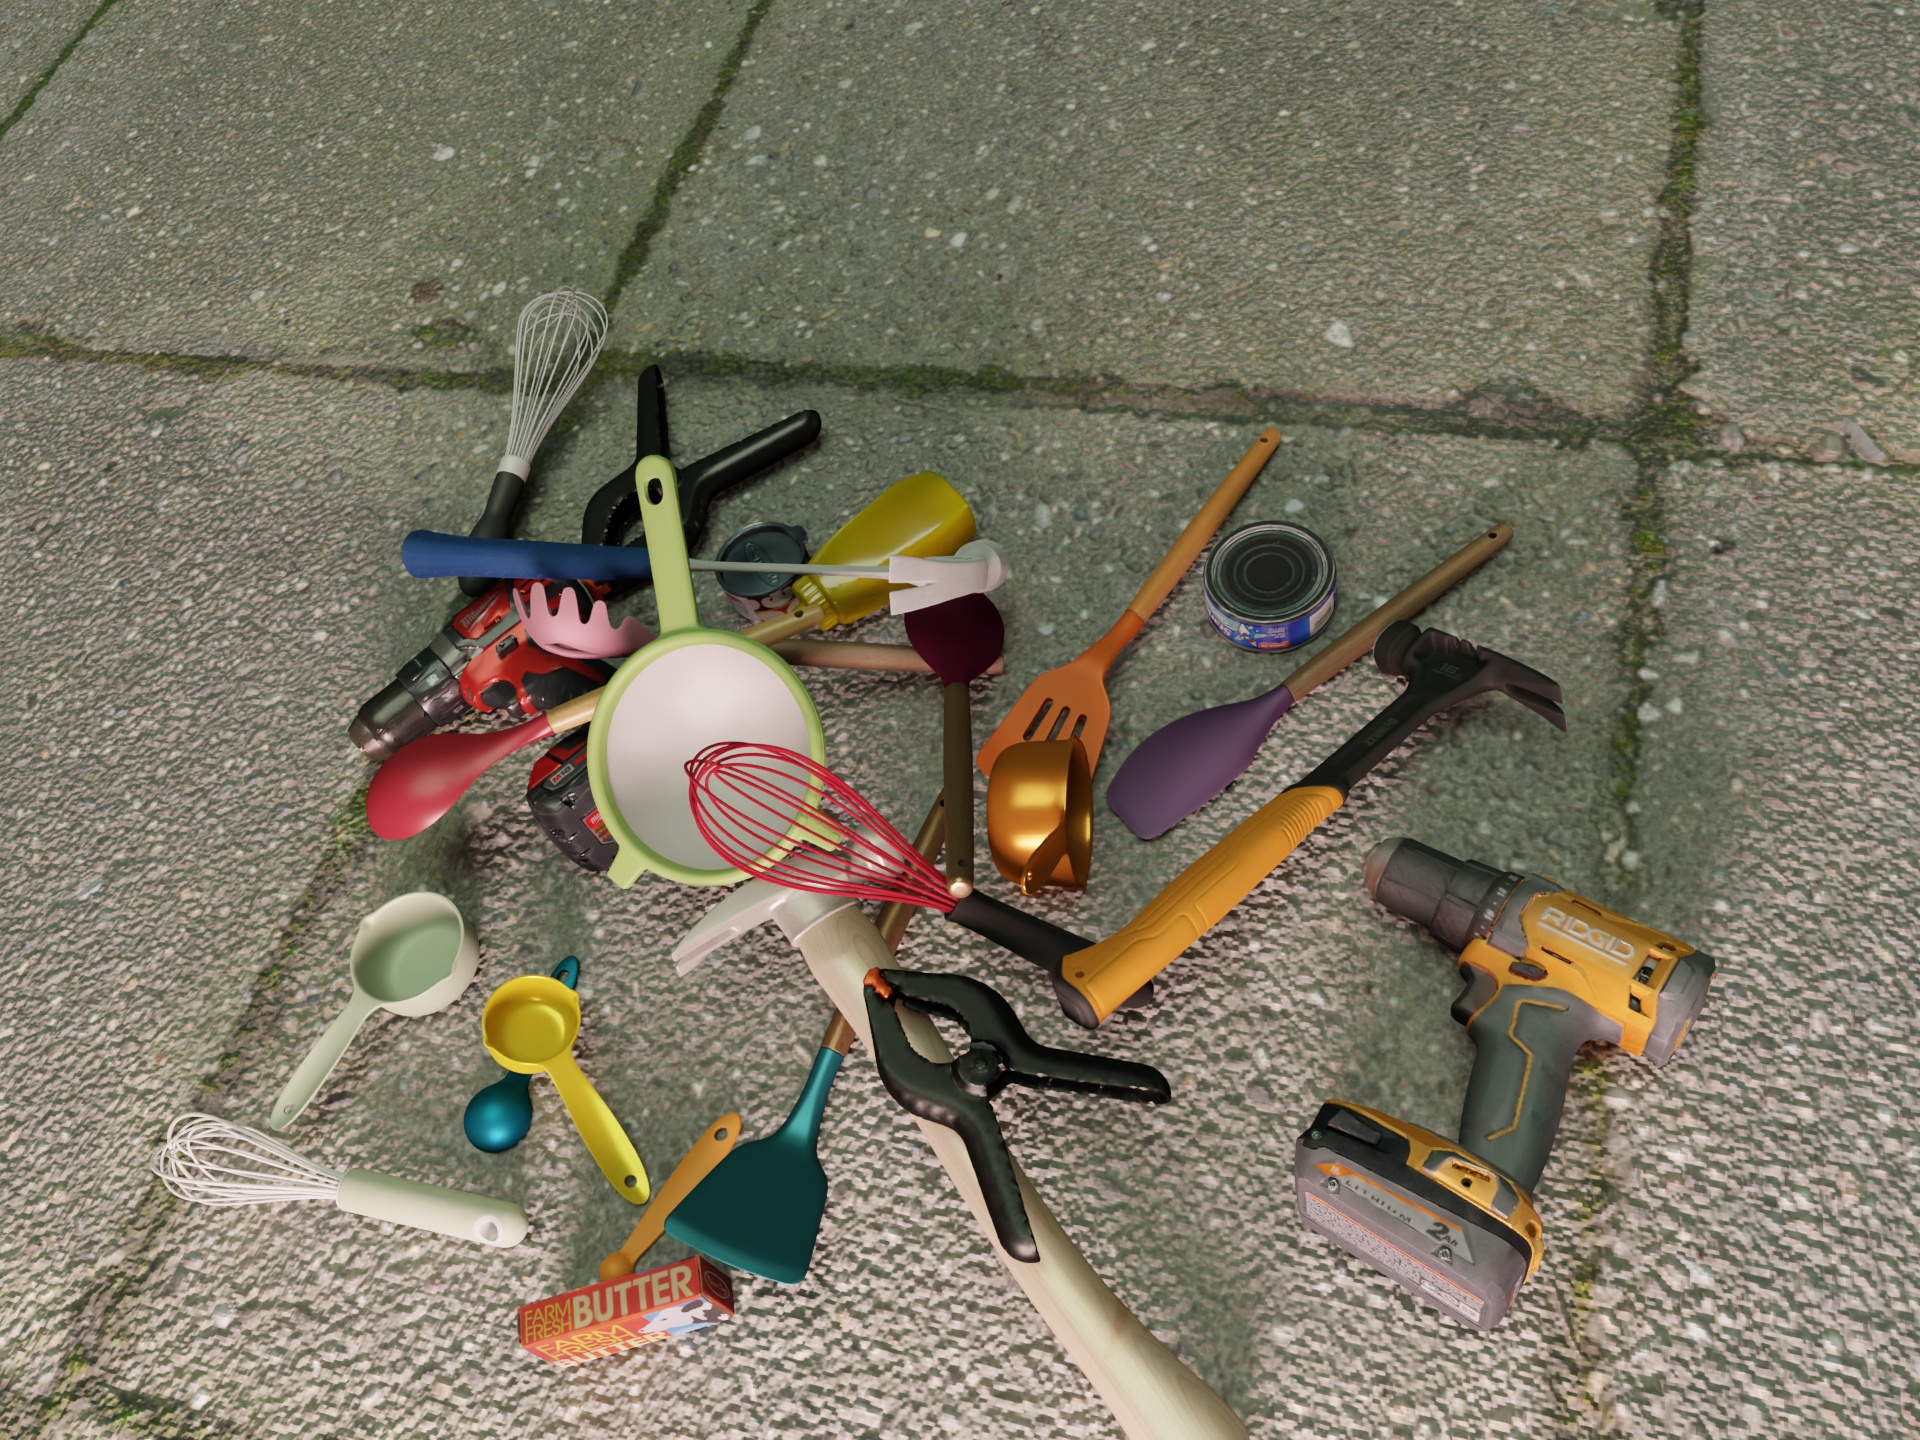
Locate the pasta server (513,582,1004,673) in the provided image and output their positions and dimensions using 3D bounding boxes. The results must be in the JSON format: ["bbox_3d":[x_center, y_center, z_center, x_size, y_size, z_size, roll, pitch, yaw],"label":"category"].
[{"bbox_3d":[-0.128,-0.053,1.028,0.316,0.060,0.040,3,78,-8],"label":"pasta server"}]

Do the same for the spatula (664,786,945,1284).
[{"bbox_3d":[-0.063,0.167,0.926,0.082,0.044,0.318,18,62,13],"label":"spatula"}]

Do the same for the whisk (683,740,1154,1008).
[{"bbox_3d":[-0.020,0.092,0.881,0.295,0.073,0.073,27,63,-11],"label":"whisk"}]

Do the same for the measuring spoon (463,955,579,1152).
[{"bbox_3d":[-0.265,0.198,0.967,0.042,0.021,0.129,10,61,19],"label":"measuring spoon"}]

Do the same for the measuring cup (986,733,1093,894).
[{"bbox_3d":[0.035,0.065,0.904,0.052,0.095,0.173,-1,13,17],"label":"measuring cup"}]

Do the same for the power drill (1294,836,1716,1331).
[{"bbox_3d":[0.256,0.171,0.827,0.185,0.084,0.226,28,64,29],"label":"power drill"}]

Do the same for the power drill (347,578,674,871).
[{"bbox_3d":[-0.293,0.002,1.068,0.188,0.080,0.227,-41,55,-13],"label":"power drill"}]

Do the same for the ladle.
[{"bbox_3d":[-0.230,-0.007,0.992,0.315,0.031,0.069,-23,54,-1],"label":"ladle"}]

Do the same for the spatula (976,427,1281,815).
[{"bbox_3d":[0.127,-0.079,1.049,0.081,0.041,0.323,26,64,26],"label":"spatula"}]

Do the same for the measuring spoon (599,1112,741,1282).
[{"bbox_3d":[-0.165,0.270,0.904,0.021,0.011,0.117,29,69,27],"label":"measuring spoon"}]

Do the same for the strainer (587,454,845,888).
[{"bbox_3d":[-0.152,-0.030,0.957,0.151,0.069,0.256,-12,86,16],"label":"strainer"}]

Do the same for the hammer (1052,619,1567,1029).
[{"bbox_3d":[0.188,0.061,0.894,0.337,0.034,0.127,-37,38,-19],"label":"hammer"}]

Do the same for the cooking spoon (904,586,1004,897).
[{"bbox_3d":[-0.002,-0.003,0.962,0.068,0.017,0.319,11,35,-9],"label":"cooking spoon"}]

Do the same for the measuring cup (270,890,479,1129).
[{"bbox_3d":[-0.365,0.186,0.992,0.083,0.038,0.168,23,68,25],"label":"measuring cup"}]

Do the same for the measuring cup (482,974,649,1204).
[{"bbox_3d":[-0.229,0.221,0.940,0.062,0.029,0.157,-27,71,-29],"label":"measuring cup"}]

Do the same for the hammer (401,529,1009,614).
[{"bbox_3d":[-0.182,-0.101,1.030,0.405,0.144,0.035,4,101,17],"label":"hammer"}]

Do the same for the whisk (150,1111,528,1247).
[{"bbox_3d":[-0.365,0.273,0.934,0.246,0.059,0.058,8,102,14],"label":"whisk"}]

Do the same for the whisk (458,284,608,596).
[{"bbox_3d":[-0.335,-0.220,1.231,0.070,0.070,0.285,4,65,16],"label":"whisk"}]

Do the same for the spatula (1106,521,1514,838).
[{"bbox_3d":[0.223,-0.033,0.998,0.316,0.018,0.060,-35,58,-8],"label":"spatula"}]

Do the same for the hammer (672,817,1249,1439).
[{"bbox_3d":[0.001,0.237,0.845,0.146,0.038,0.411,-29,61,-17],"label":"hammer"}]
